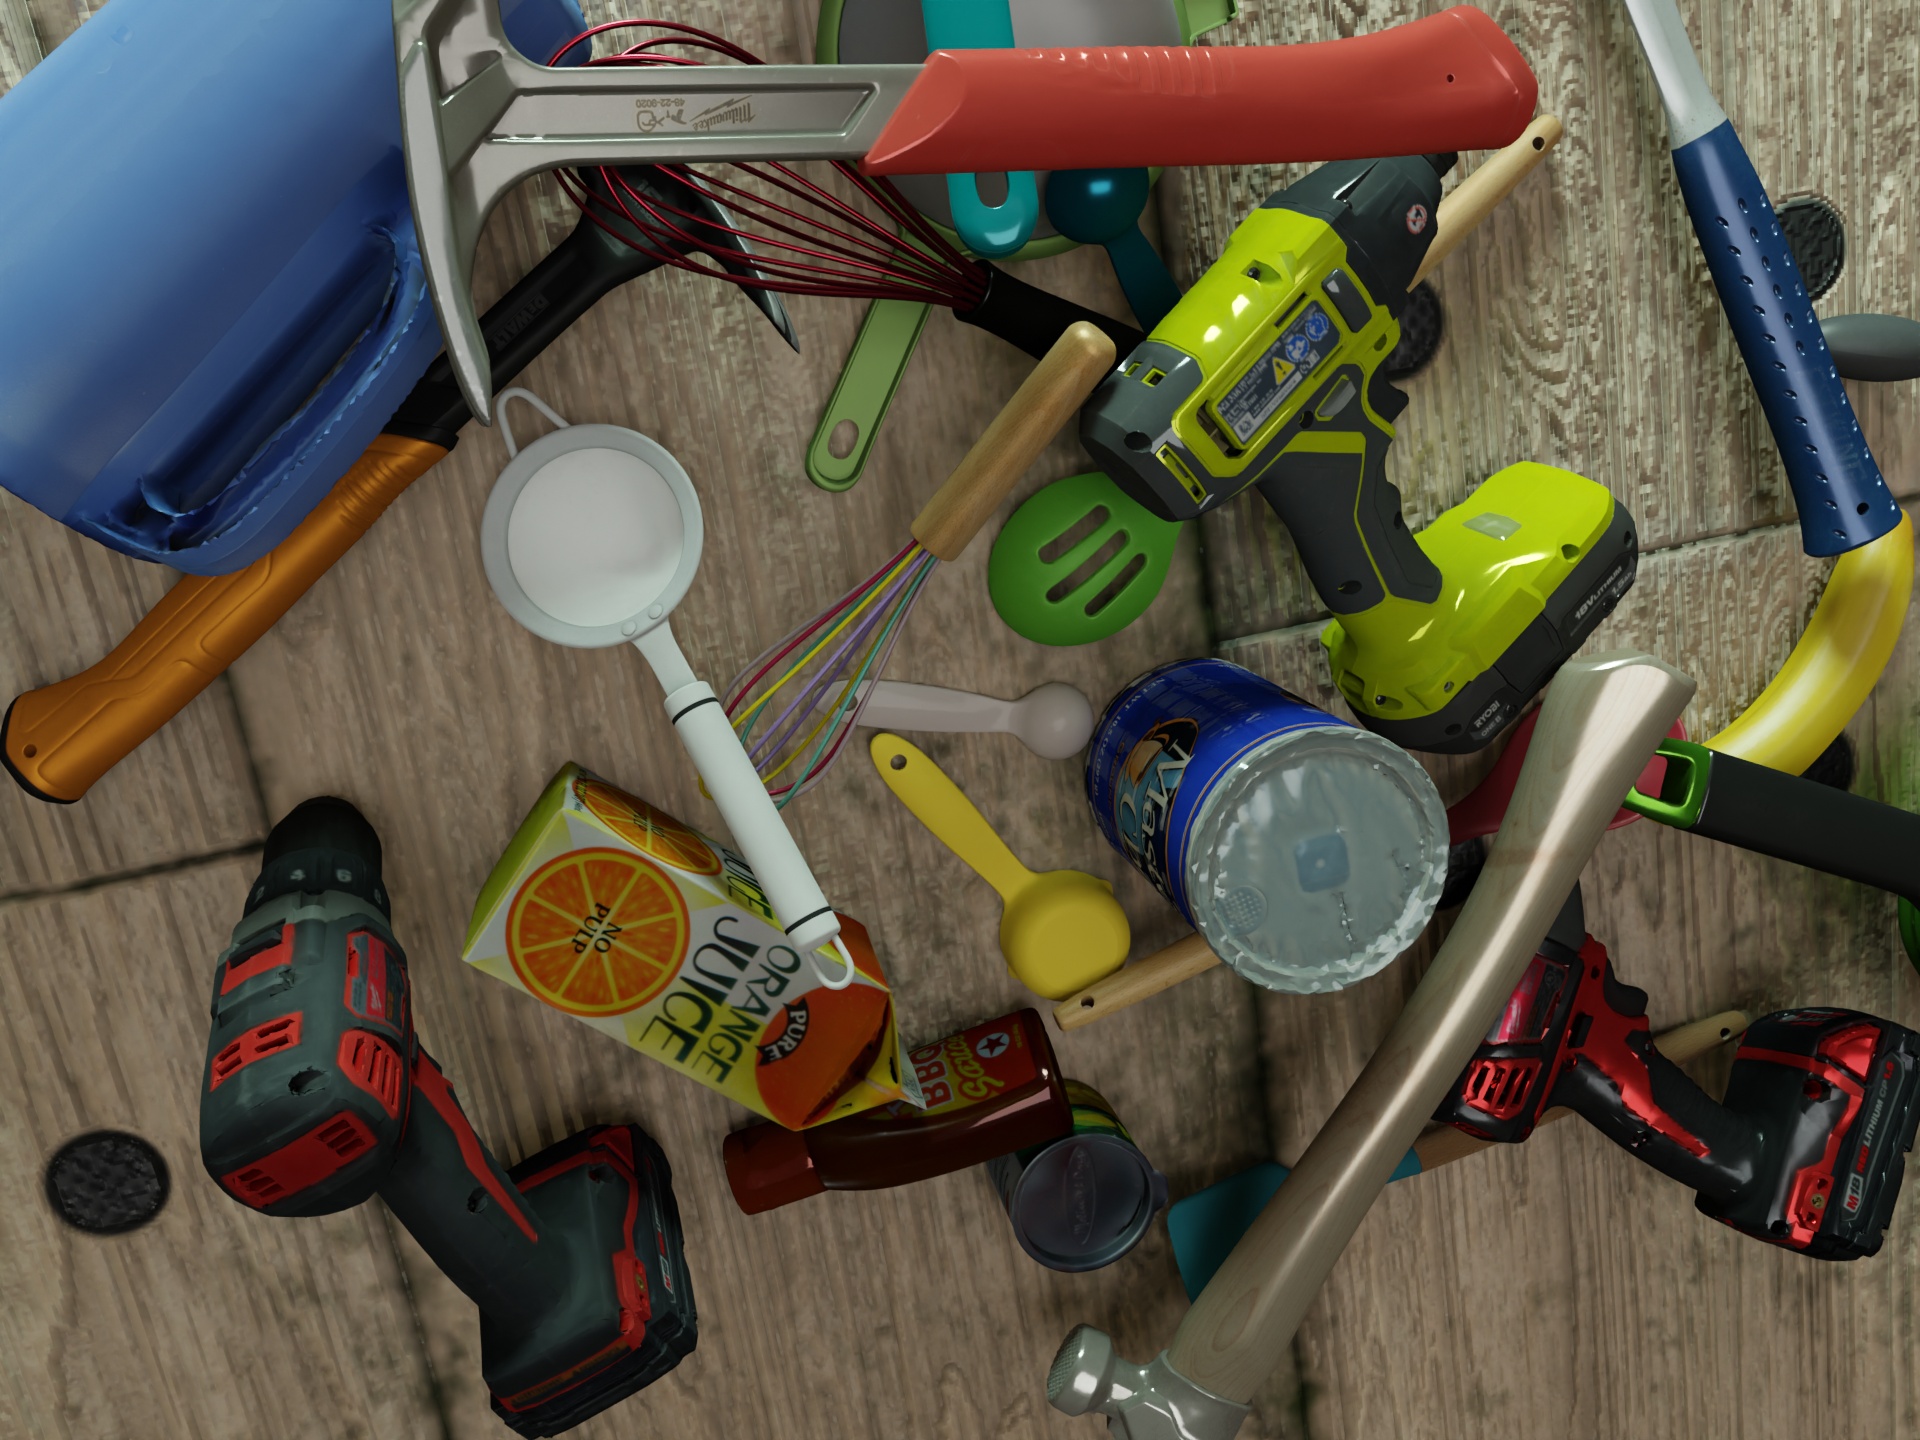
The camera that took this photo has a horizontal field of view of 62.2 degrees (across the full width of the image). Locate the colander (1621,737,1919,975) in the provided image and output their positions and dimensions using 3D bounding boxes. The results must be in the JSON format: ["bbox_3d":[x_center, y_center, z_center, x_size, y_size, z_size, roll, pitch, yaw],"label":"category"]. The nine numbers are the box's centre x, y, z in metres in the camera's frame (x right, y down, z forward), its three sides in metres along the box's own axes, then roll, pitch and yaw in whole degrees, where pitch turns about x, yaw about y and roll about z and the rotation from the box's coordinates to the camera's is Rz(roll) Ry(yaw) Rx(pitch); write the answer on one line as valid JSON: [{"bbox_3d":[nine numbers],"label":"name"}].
[{"bbox_3d":[0.453,0.071,0.747,0.397,0.094,0.204,16,86,-13],"label":"colander"}]

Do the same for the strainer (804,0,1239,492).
[{"bbox_3d":[0.002,-0.204,0.603,0.151,0.069,0.256,23,96,-16],"label":"strainer"}]

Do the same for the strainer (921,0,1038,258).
[{"bbox_3d":[-0.012,-0.324,0.543,0.211,0.095,0.340,-8,95,0],"label":"strainer"}]

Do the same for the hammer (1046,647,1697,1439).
[{"bbox_3d":[0.196,0.159,0.678,0.146,0.038,0.410,28,101,0],"label":"hammer"}]

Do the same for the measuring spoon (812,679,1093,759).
[{"bbox_3d":[-0.001,-0.002,0.677,0.124,0.018,0.034,5,102,-13],"label":"measuring spoon"}]

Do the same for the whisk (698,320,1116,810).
[{"bbox_3d":[-0.025,-0.051,0.607,0.047,0.051,0.245,26,116,-31],"label":"whisk"}]

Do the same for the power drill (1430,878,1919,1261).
[{"bbox_3d":[0.324,0.151,0.740,0.219,0.078,0.143,23,80,-6],"label":"power drill"}]

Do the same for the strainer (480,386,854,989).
[{"bbox_3d":[-0.106,-0.012,0.602,0.087,0.050,0.258,-30,79,3],"label":"strainer"}]

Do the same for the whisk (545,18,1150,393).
[{"bbox_3d":[-0.012,-0.160,0.565,0.295,0.073,0.073,17,100,-35],"label":"whisk"}]

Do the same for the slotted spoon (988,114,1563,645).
[{"bbox_3d":[0.137,-0.146,0.670,0.314,0.031,0.070,-43,105,-1],"label":"slotted spoon"}]

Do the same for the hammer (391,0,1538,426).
[{"bbox_3d":[0.017,-0.178,0.489,0.359,0.037,0.149,-8,104,-18],"label":"hammer"}]

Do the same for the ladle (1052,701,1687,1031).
[{"bbox_3d":[0.184,0.066,0.711,0.315,0.069,0.031,-24,152,-9],"label":"ladle"}]

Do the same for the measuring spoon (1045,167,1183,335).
[{"bbox_3d":[0.074,-0.173,0.620,0.042,0.021,0.128,-39,138,4],"label":"measuring spoon"}]

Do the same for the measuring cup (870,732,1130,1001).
[{"bbox_3d":[0.016,0.064,0.689,0.062,0.029,0.156,-43,110,0],"label":"measuring cup"}]

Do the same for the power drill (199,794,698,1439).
[{"bbox_3d":[-0.197,0.146,0.609,0.080,0.188,0.226,-29,126,0],"label":"power drill"}]

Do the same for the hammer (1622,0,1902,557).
[{"bbox_3d":[0.310,-0.258,0.663,0.144,0.035,0.405,-30,104,-4],"label":"hammer"}]

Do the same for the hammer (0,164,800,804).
[{"bbox_3d":[-0.218,-0.083,0.587,0.337,0.034,0.127,-41,80,3],"label":"hammer"}]

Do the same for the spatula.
[{"bbox_3d":[0.247,0.206,0.767,0.317,0.044,0.082,-20,96,-8],"label":"spatula"}]

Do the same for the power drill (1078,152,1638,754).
[{"bbox_3d":[0.171,-0.104,0.630,0.171,0.080,0.223,-47,123,0],"label":"power drill"}]

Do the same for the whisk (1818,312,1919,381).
[{"bbox_3d":[0.520,-0.163,0.734,0.284,0.070,0.070,2,103,-8],"label":"whisk"}]
